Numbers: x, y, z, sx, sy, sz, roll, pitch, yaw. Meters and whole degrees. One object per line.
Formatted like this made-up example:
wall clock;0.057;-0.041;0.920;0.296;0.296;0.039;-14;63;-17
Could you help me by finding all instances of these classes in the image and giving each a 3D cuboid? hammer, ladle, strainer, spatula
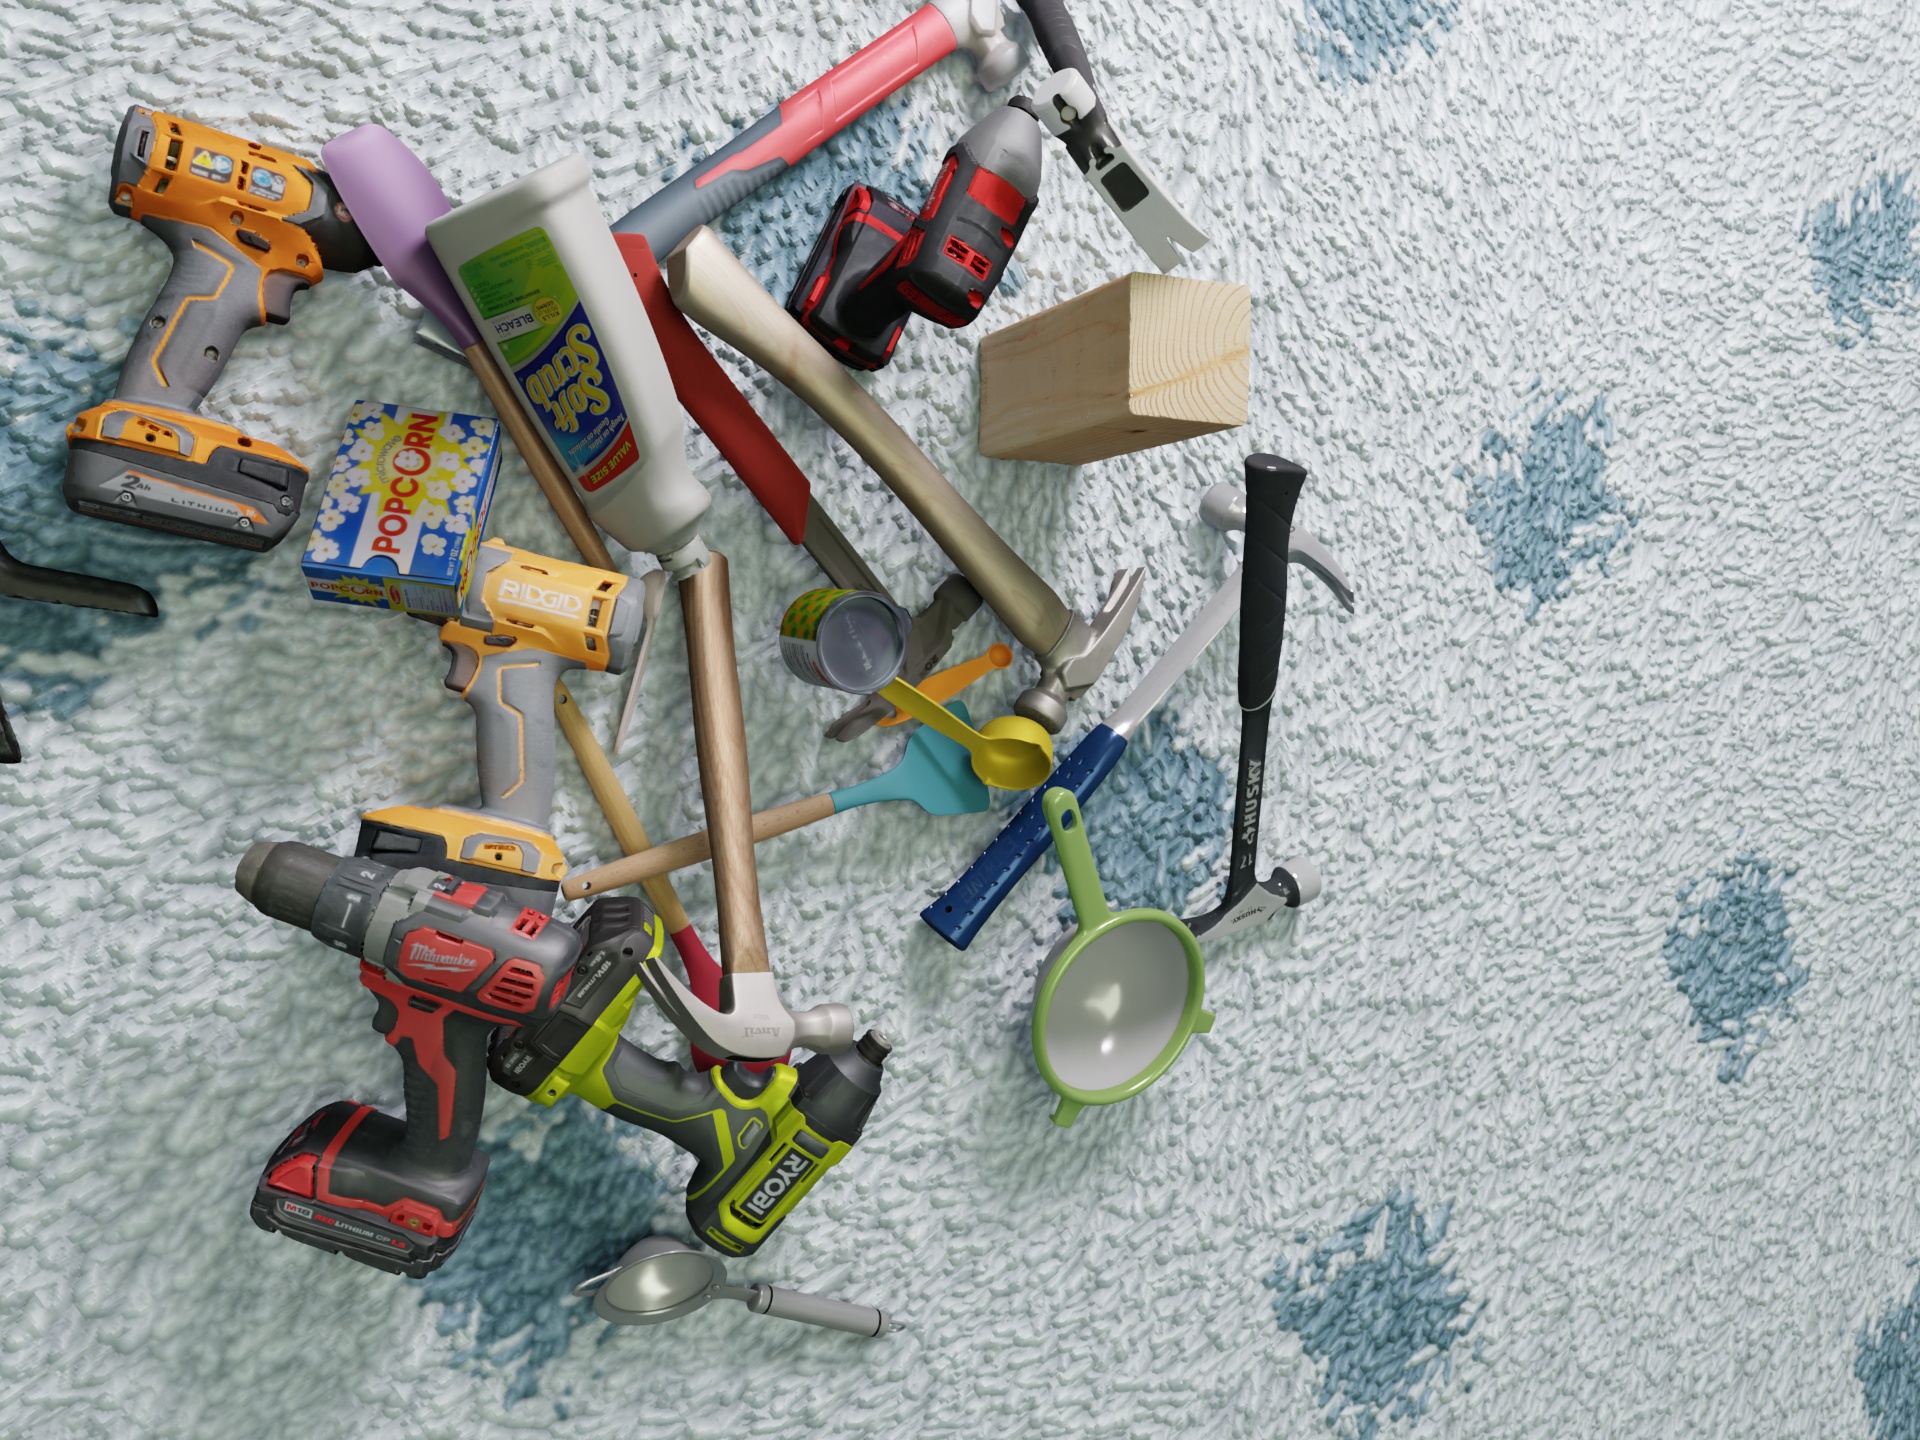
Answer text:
hammer;-0.148;0.046;0.992;0.130;0.031;0.331;5;66;-36
ladle;-0.195;0.113;1.042;0.069;0.031;0.315;-29;101;-18
strainer;0.086;0.152;1.132;0.151;0.069;0.256;-29;117;-22
hammer;0.078;-0.412;1.031;0.035;0.335;0.146;-34;128;21
hammer;-0.128;-0.400;1.055;0.386;0.038;0.143;-42;106;-19
hammer;-0.132;-0.157;1.037;0.149;0.037;0.358;-47;117;-18
hammer;0.203;-0.002;1.119;0.149;0.036;0.408;-21;130;-22
strainer;-0.142;0.384;1.063;0.258;0.050;0.087;25;119;-30
hammer;-0.030;-0.171;1.059;0.410;0.038;0.146;44;66;-27
spatula;-0.281;-0.207;0.968;0.060;0.018;0.315;-43;119;-34
hammer;0.123;0.004;1.154;0.405;0.144;0.035;-49;153;-11
spatula;-0.114;0.065;1.065;0.317;0.044;0.082;-17;96;-25

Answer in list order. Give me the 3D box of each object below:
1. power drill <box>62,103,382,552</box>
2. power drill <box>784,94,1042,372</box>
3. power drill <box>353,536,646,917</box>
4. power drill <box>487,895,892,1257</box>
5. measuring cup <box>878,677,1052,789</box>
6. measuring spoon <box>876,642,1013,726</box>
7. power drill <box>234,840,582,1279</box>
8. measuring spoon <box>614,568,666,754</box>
power drill;-0.407;-0.216;0.905;0.164;0.084;0.226;11;83;-27
power drill;-0.023;-0.305;1.005;0.078;0.220;0.143;28;80;-23
power drill;-0.303;0.000;0.956;0.185;0.084;0.226;14;82;-14
power drill;-0.167;0.218;1.005;0.223;0.080;0.171;39;95;-19
measuring cup;-0.002;-0.004;1.099;0.156;0.062;0.029;32;44;-21
measuring spoon;-0.013;-0.024;1.134;0.117;0.011;0.021;-28;85;-19
power drill;-0.332;0.183;0.897;0.188;0.080;0.226;20;107;-4
measuring spoon;-0.213;-0.039;1.030;0.018;0.034;0.124;14;90;-3
